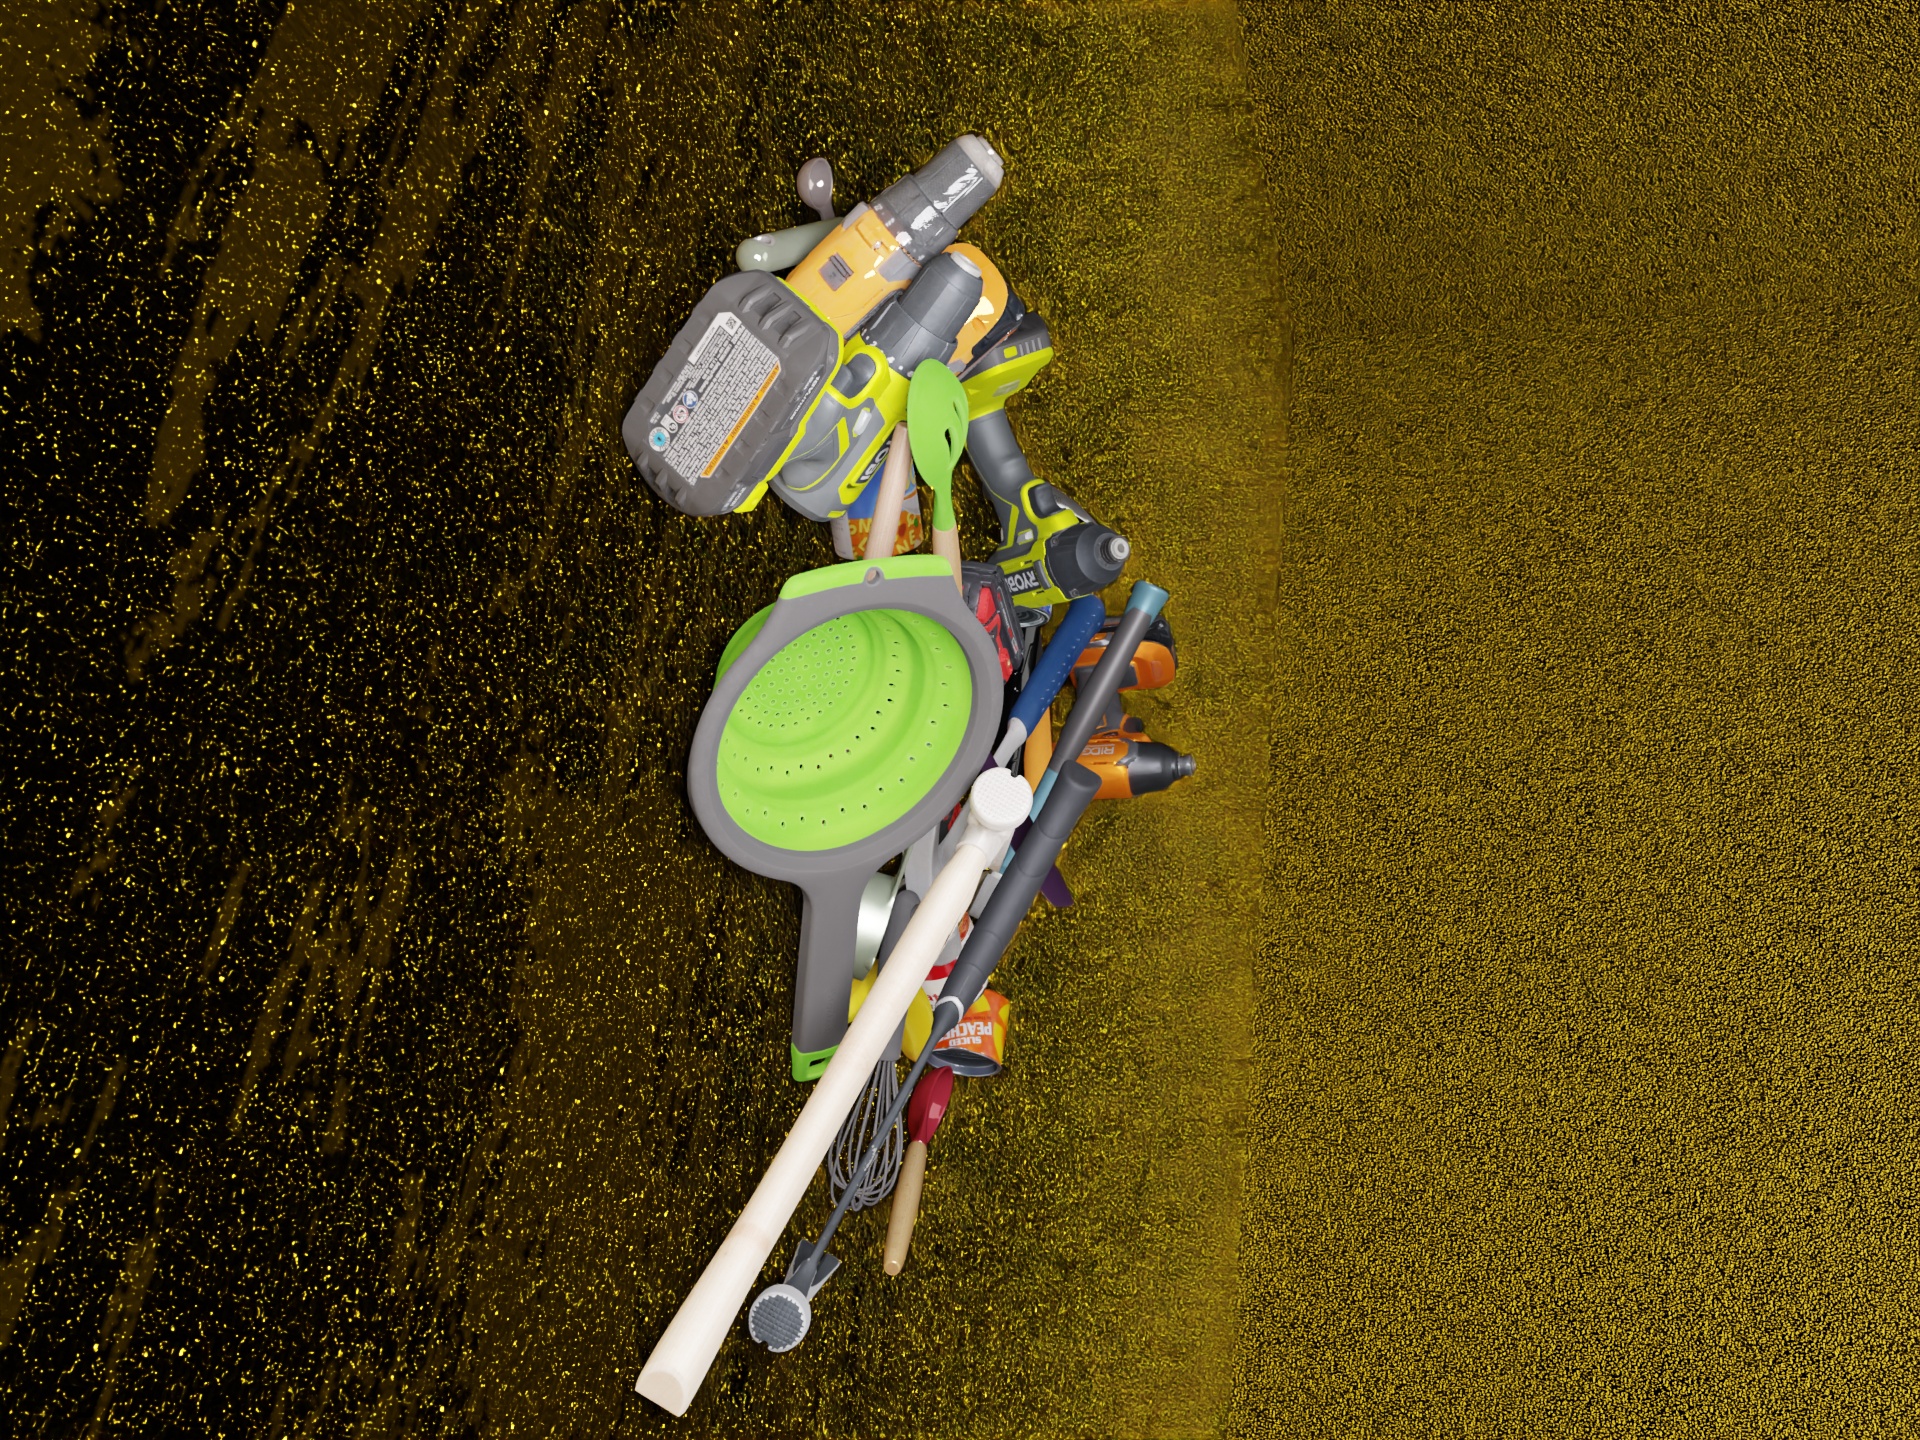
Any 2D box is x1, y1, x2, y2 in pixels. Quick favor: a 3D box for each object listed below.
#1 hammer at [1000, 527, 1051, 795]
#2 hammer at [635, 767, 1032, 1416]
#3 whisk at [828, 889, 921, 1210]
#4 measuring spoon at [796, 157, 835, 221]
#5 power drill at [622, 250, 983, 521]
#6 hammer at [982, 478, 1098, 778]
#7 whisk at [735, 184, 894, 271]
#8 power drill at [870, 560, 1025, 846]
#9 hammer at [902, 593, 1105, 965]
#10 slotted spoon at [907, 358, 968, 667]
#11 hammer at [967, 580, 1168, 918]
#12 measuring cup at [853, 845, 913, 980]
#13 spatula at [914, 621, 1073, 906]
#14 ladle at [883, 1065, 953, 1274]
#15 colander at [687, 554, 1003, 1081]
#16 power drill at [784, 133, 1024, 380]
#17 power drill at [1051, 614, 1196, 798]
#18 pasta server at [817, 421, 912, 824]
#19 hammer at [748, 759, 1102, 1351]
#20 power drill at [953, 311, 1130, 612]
[{"bbox_3d":[0.077,-0.031,1.602,0.127,0.034,0.337,-11,100,-70],"label":"hammer"},{"bbox_3d":[-0.071,0.220,0.970,0.411,0.038,0.146,-59,174,-22],"label":"hammer"},{"bbox_3d":[-0.057,0.235,1.126,0.055,0.055,0.239,-12,112,-71],"label":"whisk"},{"bbox_3d":[-0.097,-0.343,1.133,0.124,0.018,0.034,78,31,-48],"label":"measuring spoon"},{"bbox_3d":[-0.081,-0.202,0.948,0.190,0.080,0.228,-51,170,22],"label":"power drill"},{"bbox_3d":[0.062,-0.058,1.496,0.146,0.035,0.335,16,77,-39],"label":"hammer"},{"bbox_3d":[-0.078,-0.335,1.098,0.246,0.058,0.059,-38,145,-53],"label":"whisk"},{"bbox_3d":[-0.020,-0.019,1.261,0.143,0.078,0.220,69,31,-46],"label":"power drill"},{"bbox_3d":[0.042,0.010,1.277,0.406,0.035,0.144,-57,147,-49],"label":"hammer"},{"bbox_3d":[-0.009,-0.118,1.072,0.313,0.031,0.070,87,21,-57],"label":"slotted spoon"},{"bbox_3d":[0.089,0.030,1.365,0.331,0.033,0.128,-63,-178,10],"label":"hammer"},{"bbox_3d":[-0.060,0.105,1.089,0.083,0.038,0.167,-81,-169,-57],"label":"measuring cup"},{"bbox_3d":[-0.002,-0.004,1.146,0.316,0.018,0.059,61,21,18],"label":"spatula"},{"bbox_3d":[-0.033,0.329,1.173,0.315,0.031,0.069,-65,168,-81],"label":"ladle"},{"bbox_3d":[-0.093,0.059,1.011,0.204,0.095,0.396,-11,126,-28],"label":"colander"},{"bbox_3d":[-0.026,-0.305,1.096,0.084,0.185,0.226,52,15,9],"label":"power drill"},{"bbox_3d":[0.175,-0.010,1.694,0.084,0.164,0.227,70,25,-43],"label":"power drill"},{"bbox_3d":[-0.062,-0.042,1.050,0.060,0.040,0.316,-64,169,-65],"label":"pasta server"},{"bbox_3d":[-0.015,0.207,1.039,0.409,0.036,0.149,-60,174,-6],"label":"hammer"},{"bbox_3d":[0.052,-0.202,1.277,0.080,0.171,0.223,-26,98,-27],"label":"power drill"}]
